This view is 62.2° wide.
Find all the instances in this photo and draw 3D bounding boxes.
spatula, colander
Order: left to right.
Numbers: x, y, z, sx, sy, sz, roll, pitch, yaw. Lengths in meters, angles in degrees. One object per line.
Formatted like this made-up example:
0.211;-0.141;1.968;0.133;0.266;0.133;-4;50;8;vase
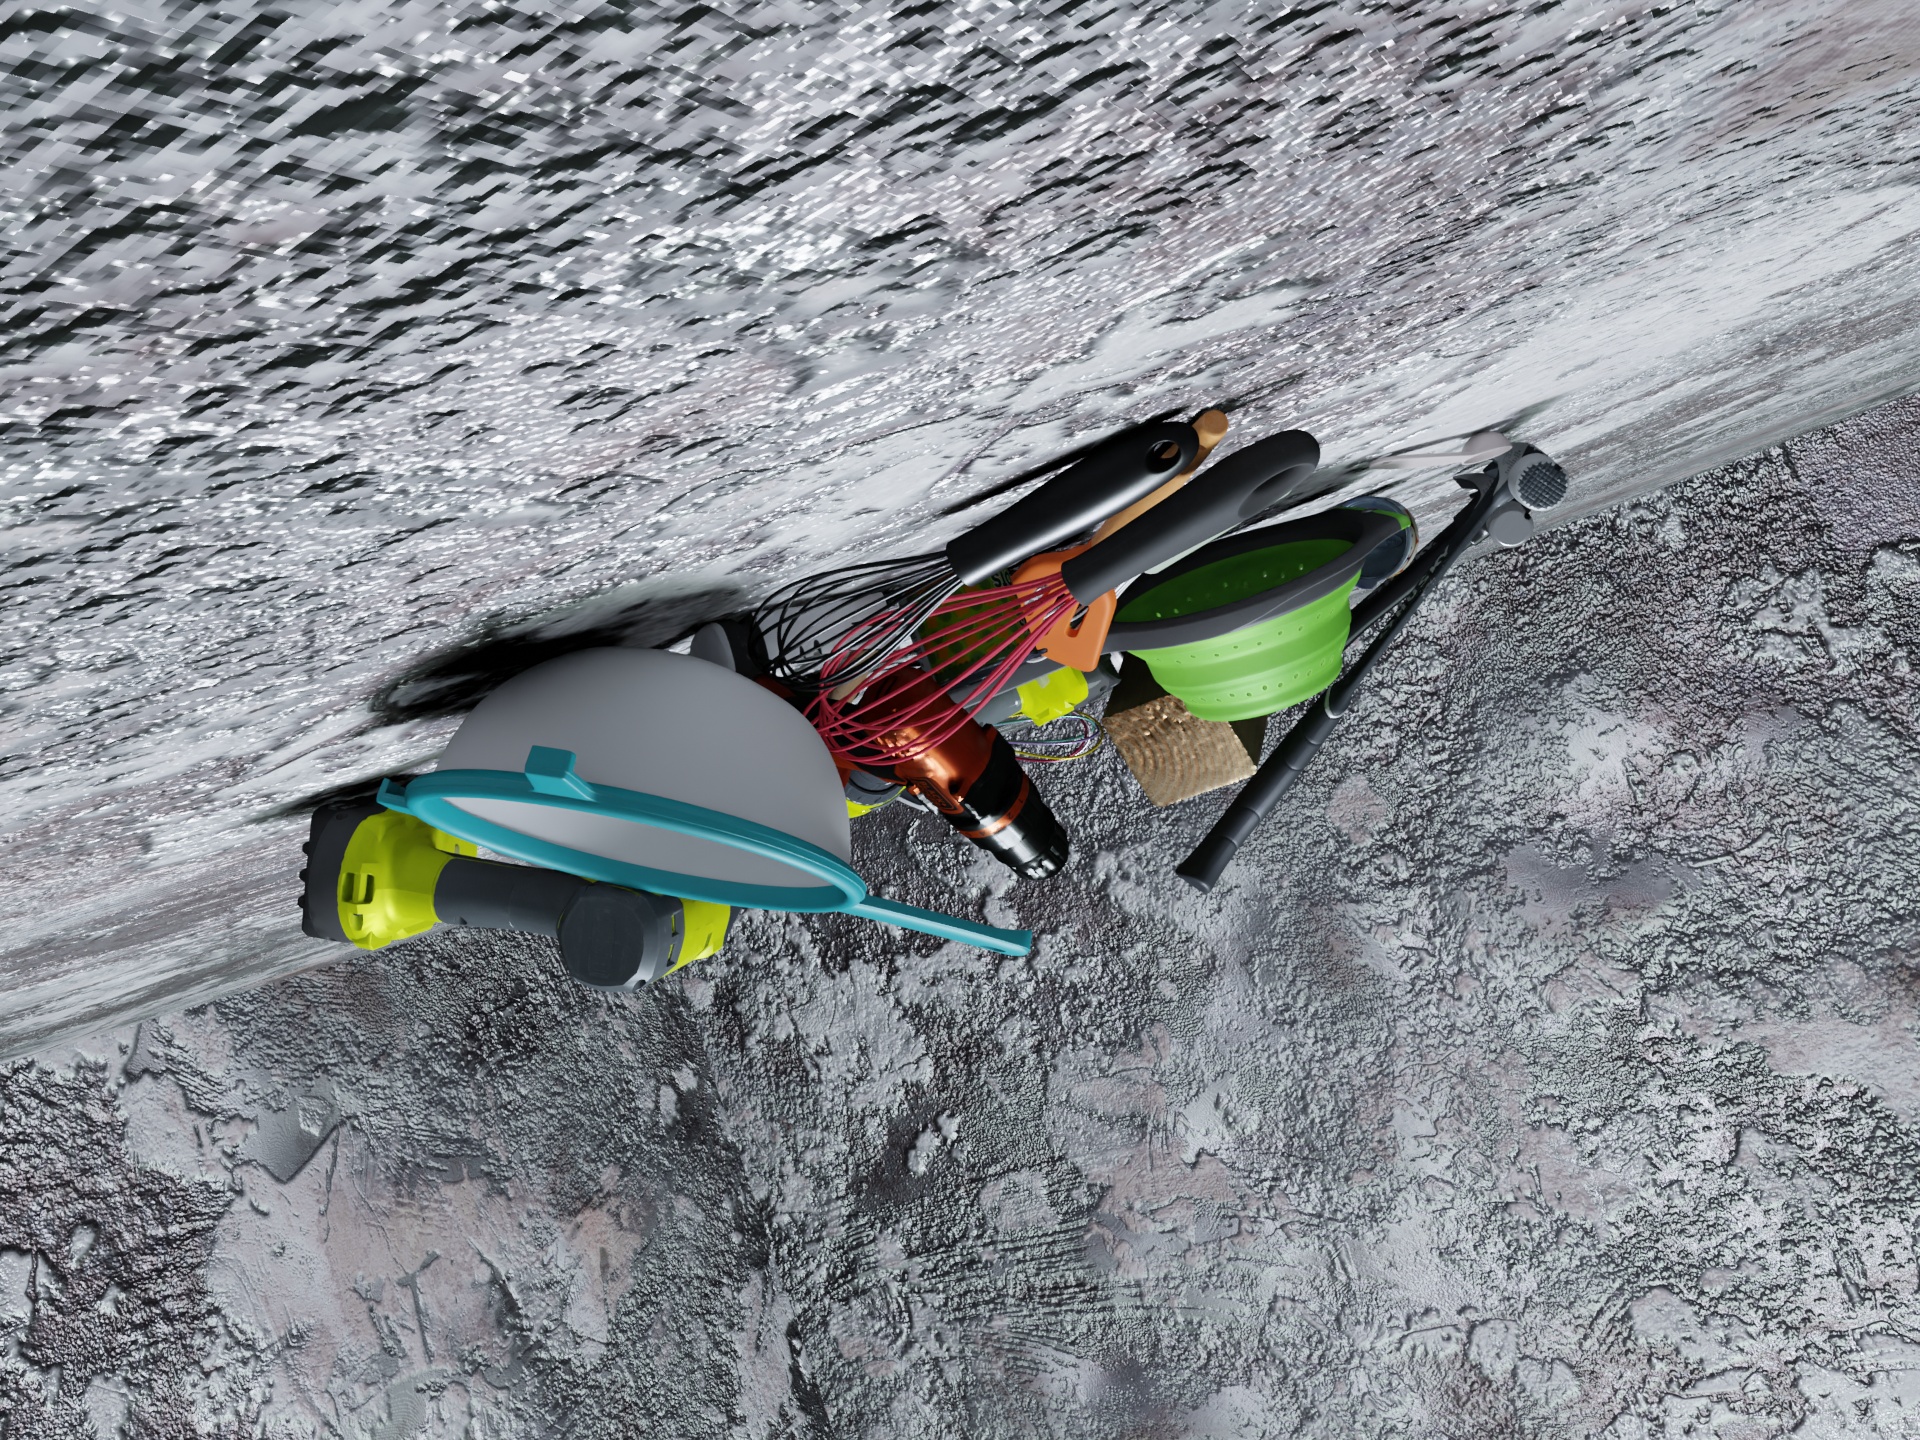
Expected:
0.079;-0.091;0.835;0.081;0.041;0.322;26;166;-4;spatula
0.121;-0.030;1.073;0.397;0.094;0.205;-22;-165;-8;colander

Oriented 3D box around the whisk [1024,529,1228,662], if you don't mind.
0.103;-0.095;0.938;0.059;0.058;0.246;20;149;-31;whisk

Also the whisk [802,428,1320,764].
0.038;-0.055;0.751;0.296;0.073;0.073;-29;173;27;whisk

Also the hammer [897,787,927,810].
0.012;0.010;1.482;0.128;0.033;0.331;18;-157;13;hammer

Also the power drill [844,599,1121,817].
-0.002;-0.004;1.171;0.228;0.080;0.190;-29;179;-15;power drill

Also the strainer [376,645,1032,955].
-0.090;0.039;0.776;0.340;0.095;0.211;20;162;-35;strainer

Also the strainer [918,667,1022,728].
-0.003;-0.018;1.346;0.151;0.069;0.256;-21;178;23;strainer

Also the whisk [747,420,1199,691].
0.000;-0.074;0.713;0.239;0.055;0.055;-26;174;23;whisk

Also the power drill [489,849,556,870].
-0.260;0.087;1.300;0.185;0.084;0.226;6;-172;20;power drill

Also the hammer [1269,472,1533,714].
0.315;-0.077;1.296;0.334;0.035;0.146;-43;-169;22;hammer

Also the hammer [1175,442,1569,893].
0.286;-0.032;1.167;0.409;0.036;0.149;-55;-174;18;hammer

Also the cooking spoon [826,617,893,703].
-0.093;0.006;1.067;0.069;0.017;0.318;-48;177;-30;cooking spoon

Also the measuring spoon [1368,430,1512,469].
0.318;-0.181;1.062;0.124;0.018;0.034;-10;172;-29;measuring spoon

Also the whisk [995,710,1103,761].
-0.006;0.014;1.289;0.245;0.047;0.051;-2;167;2;whisk

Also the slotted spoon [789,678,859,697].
-0.106;-0.010;1.264;0.070;0.031;0.314;-19;179;0;slotted spoon

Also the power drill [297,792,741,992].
-0.246;0.097;0.922;0.223;0.080;0.171;9;-174;12;power drill

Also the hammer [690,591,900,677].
-0.183;0.000;0.919;0.337;0.034;0.127;-22;175;43;hammer
